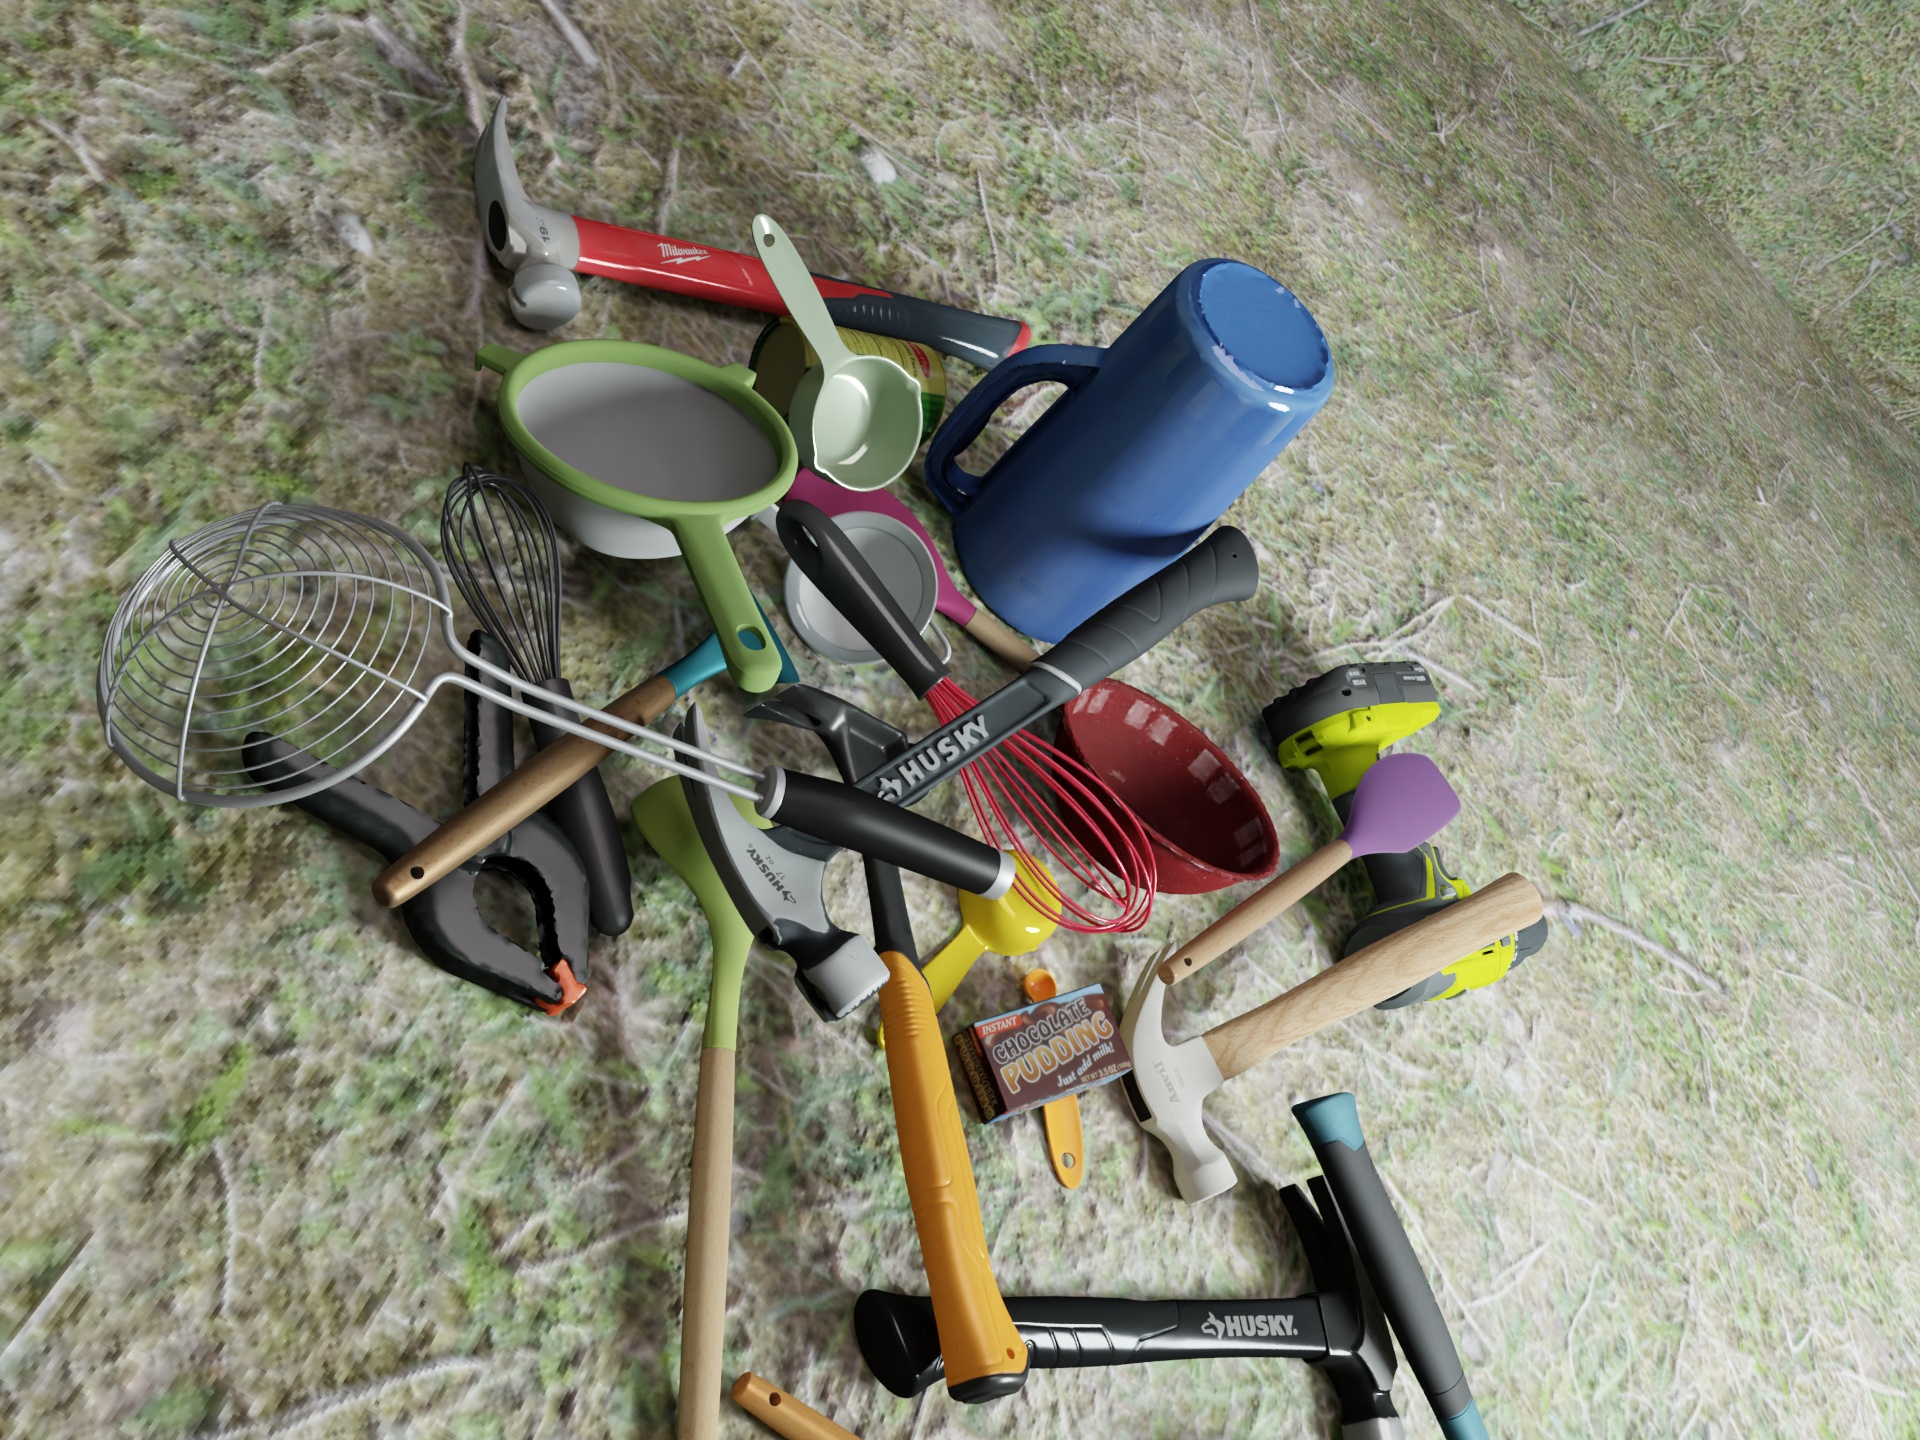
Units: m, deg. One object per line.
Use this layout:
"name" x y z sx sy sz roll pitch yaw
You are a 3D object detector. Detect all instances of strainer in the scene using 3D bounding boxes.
"strainer" -0.107 -0.117 0.888 0.258 0.050 0.087 40 87 -5
"strainer" -0.143 -0.090 0.784 0.151 0.069 0.257 -3 47 -31

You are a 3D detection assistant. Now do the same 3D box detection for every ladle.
"ladle" -0.117 0.172 0.692 0.078 0.062 0.320 35 47 -52

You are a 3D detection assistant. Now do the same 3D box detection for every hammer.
"hammer" -0.027 0.140 0.744 0.127 0.034 0.337 31 38 -51
"hammer" 0.093 0.297 0.789 0.334 0.035 0.146 14 55 -34
"hammer" -0.111 -0.281 0.997 0.386 0.038 0.143 1 61 -41
"hammer" 0.031 -0.016 0.808 0.409 0.036 0.149 -34 83 -40
"hammer" 0.229 0.157 0.946 0.331 0.031 0.130 -19 75 -30
"hammer" 0.259 0.354 0.854 0.128 0.033 0.331 -17 83 -56

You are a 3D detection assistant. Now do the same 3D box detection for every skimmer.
"skimmer" -0.144 0.018 0.641 0.363 0.090 0.127 23 56 -30

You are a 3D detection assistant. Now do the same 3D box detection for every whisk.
"whisk" -0.001 -0.003 0.846 0.296 0.073 0.073 50 42 4
"whisk" -0.195 -0.013 0.741 0.055 0.055 0.239 -8 74 -44

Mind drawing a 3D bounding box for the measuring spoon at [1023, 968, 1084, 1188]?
"measuring spoon" 0.048 0.189 0.843 0.021 0.011 0.117 4 63 -27

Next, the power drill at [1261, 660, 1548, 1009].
"power drill" 0.314 0.078 1.100 0.190 0.080 0.229 -4 69 -41

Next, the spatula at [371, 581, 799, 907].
"spatula" -0.157 0.002 0.727 0.082 0.044 0.317 60 35 -11

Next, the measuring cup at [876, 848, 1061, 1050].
"measuring cup" 0.006 0.120 0.834 0.062 0.029 0.156 50 42 -3

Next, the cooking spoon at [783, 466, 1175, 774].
"cooking spoon" 0.024 -0.048 0.972 0.318 0.017 0.069 36 59 -17

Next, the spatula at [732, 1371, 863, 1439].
"spatula" 0.036 0.368 0.687 0.322 0.041 0.081 39 45 -13

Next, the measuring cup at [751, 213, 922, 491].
"measuring cup" -0.081 -0.203 0.879 0.083 0.038 0.167 -43 126 -20

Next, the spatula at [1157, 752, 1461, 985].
"spatula" 0.216 0.086 0.960 0.316 0.018 0.060 -26 78 -42
